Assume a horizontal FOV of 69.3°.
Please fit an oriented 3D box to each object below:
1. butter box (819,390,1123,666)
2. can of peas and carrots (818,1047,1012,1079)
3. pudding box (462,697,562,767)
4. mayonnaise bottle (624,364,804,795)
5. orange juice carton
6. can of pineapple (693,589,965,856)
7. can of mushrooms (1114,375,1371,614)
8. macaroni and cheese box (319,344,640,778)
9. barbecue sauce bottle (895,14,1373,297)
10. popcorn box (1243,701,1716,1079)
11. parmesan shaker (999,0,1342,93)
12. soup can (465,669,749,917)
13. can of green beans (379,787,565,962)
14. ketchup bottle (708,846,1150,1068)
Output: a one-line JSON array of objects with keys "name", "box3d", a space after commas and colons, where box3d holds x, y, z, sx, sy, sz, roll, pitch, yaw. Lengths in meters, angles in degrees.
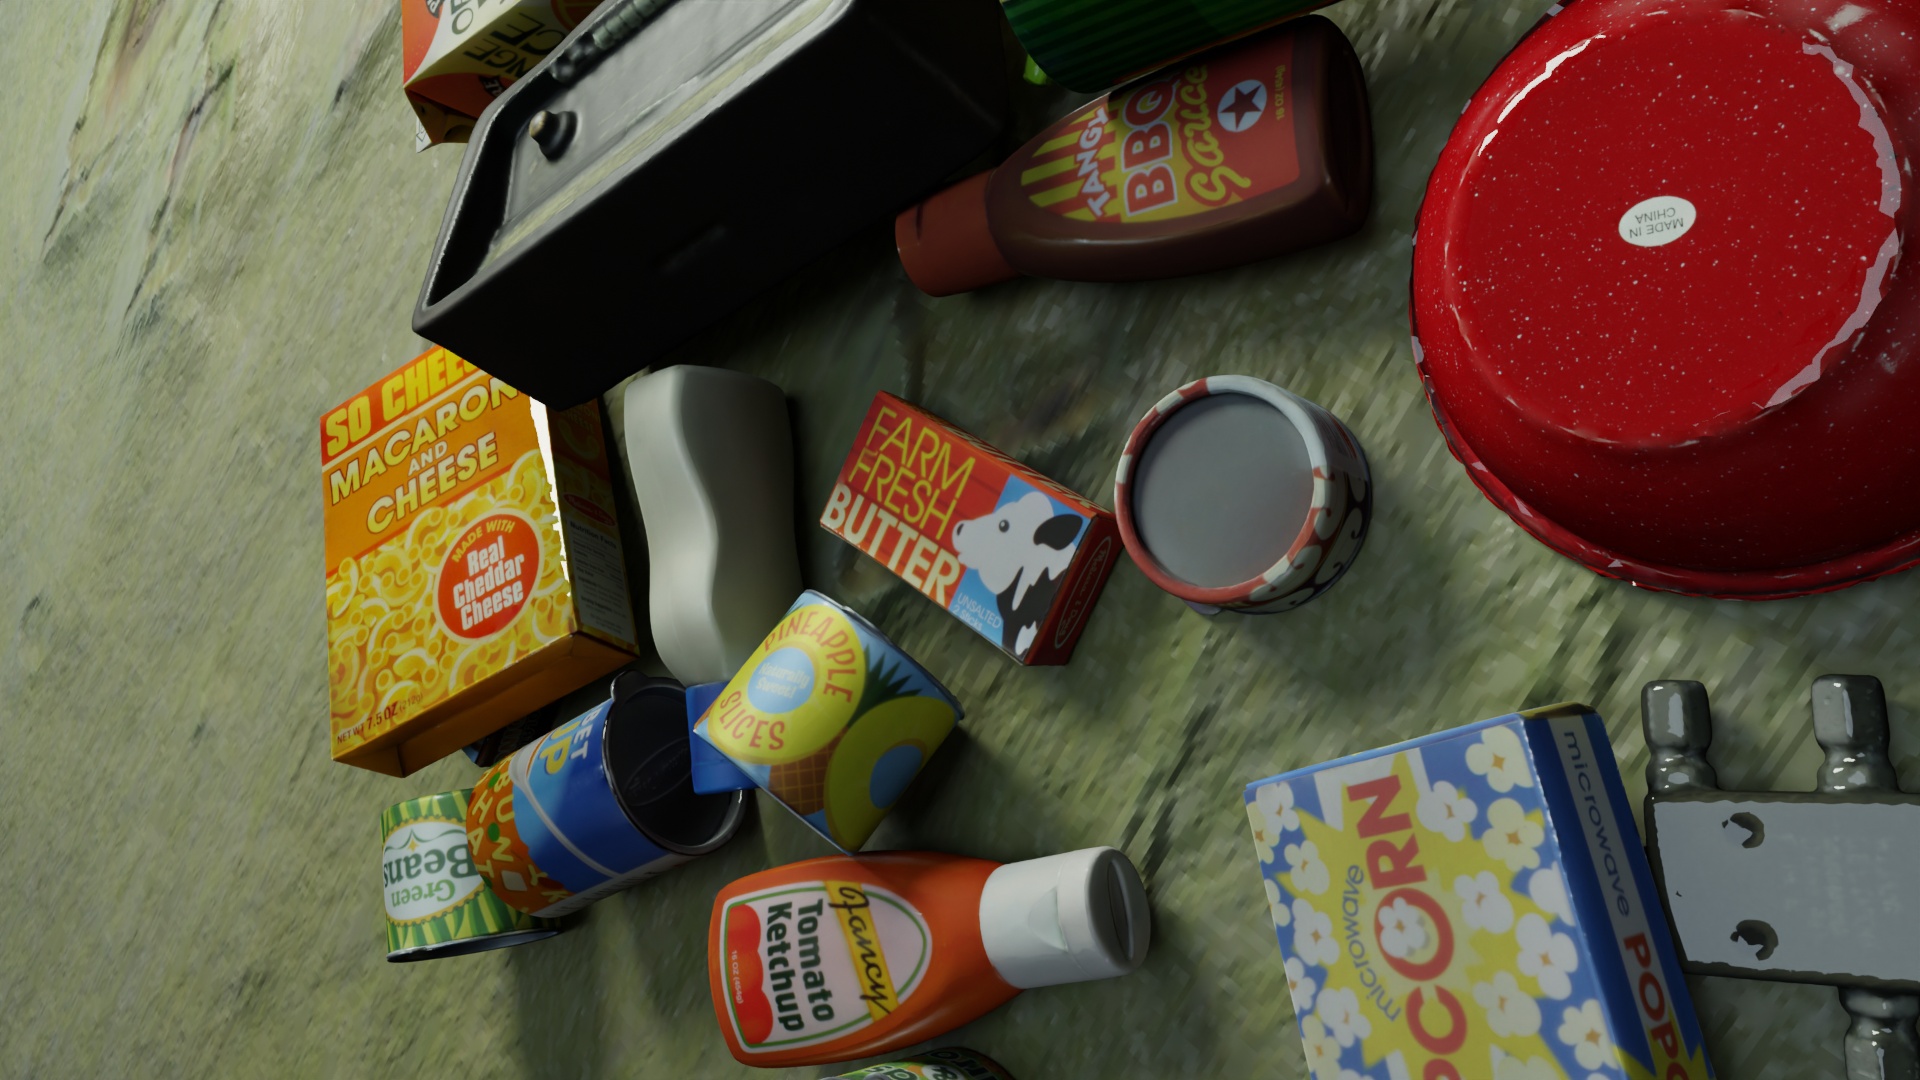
[{"name": "butter box", "box3d": [0.002, -0.006, 0.458, 0.104, 0.024, 0.053, 33, 103, 35]}, {"name": "can of peas and carrots", "box3d": [-0.015, 0.189, 0.418, 0.071, 0.059, 0.071, -7, 79, 35]}, {"name": "pudding box", "box3d": [-0.208, 0.056, 0.598, 0.084, 0.030, 0.049, 33, 101, 35]}, {"name": "mayonnaise bottle", "box3d": [-0.084, 0.014, 0.496, 0.041, 0.065, 0.148, -13, 79, 33]}, {"name": "orange juice carton", "box3d": [-0.178, -0.234, 0.595, 0.192, 0.073, 0.072, -17, 73, 34]}, {"name": "can of pineapple", "box3d": [-0.042, 0.057, 0.441, 0.071, 0.070, 0.058, 28, 73, 36]}, {"name": "can of mushrooms", "box3d": [0.079, -0.011, 0.397, 0.071, 0.033, 0.071, -6, 80, 35]}, {"name": "macaroni and cheese box", "box3d": [-0.203, -0.004, 0.571, 0.123, 0.040, 0.167, -26, 59, 16]}, {"name": "barbecue sauce bottle", "box3d": [0.048, -0.108, 0.428, 0.148, 0.043, 0.065, -8, 70, 35]}, {"name": "popcorn box", "box3d": [0.123, 0.110, 0.329, 0.085, 0.038, 0.127, -29, 66, 47]}, {"name": "parmesan shaker", "box3d": [0.068, -0.171, 0.377, 0.103, 0.071, 0.071, -8, 78, 39]}, {"name": "soup can", "box3d": [-0.132, 0.093, 0.512, 0.083, 0.071, 0.071, -28, 67, 30]}, {"name": "can of green beans", "box3d": [-0.195, 0.133, 0.553, 0.071, 0.071, 0.058, -22, 70, 32]}, {"name": "ketchup bottle", "box3d": [-0.013, 0.126, 0.436, 0.148, 0.043, 0.065, -20, 71, 32]}]
